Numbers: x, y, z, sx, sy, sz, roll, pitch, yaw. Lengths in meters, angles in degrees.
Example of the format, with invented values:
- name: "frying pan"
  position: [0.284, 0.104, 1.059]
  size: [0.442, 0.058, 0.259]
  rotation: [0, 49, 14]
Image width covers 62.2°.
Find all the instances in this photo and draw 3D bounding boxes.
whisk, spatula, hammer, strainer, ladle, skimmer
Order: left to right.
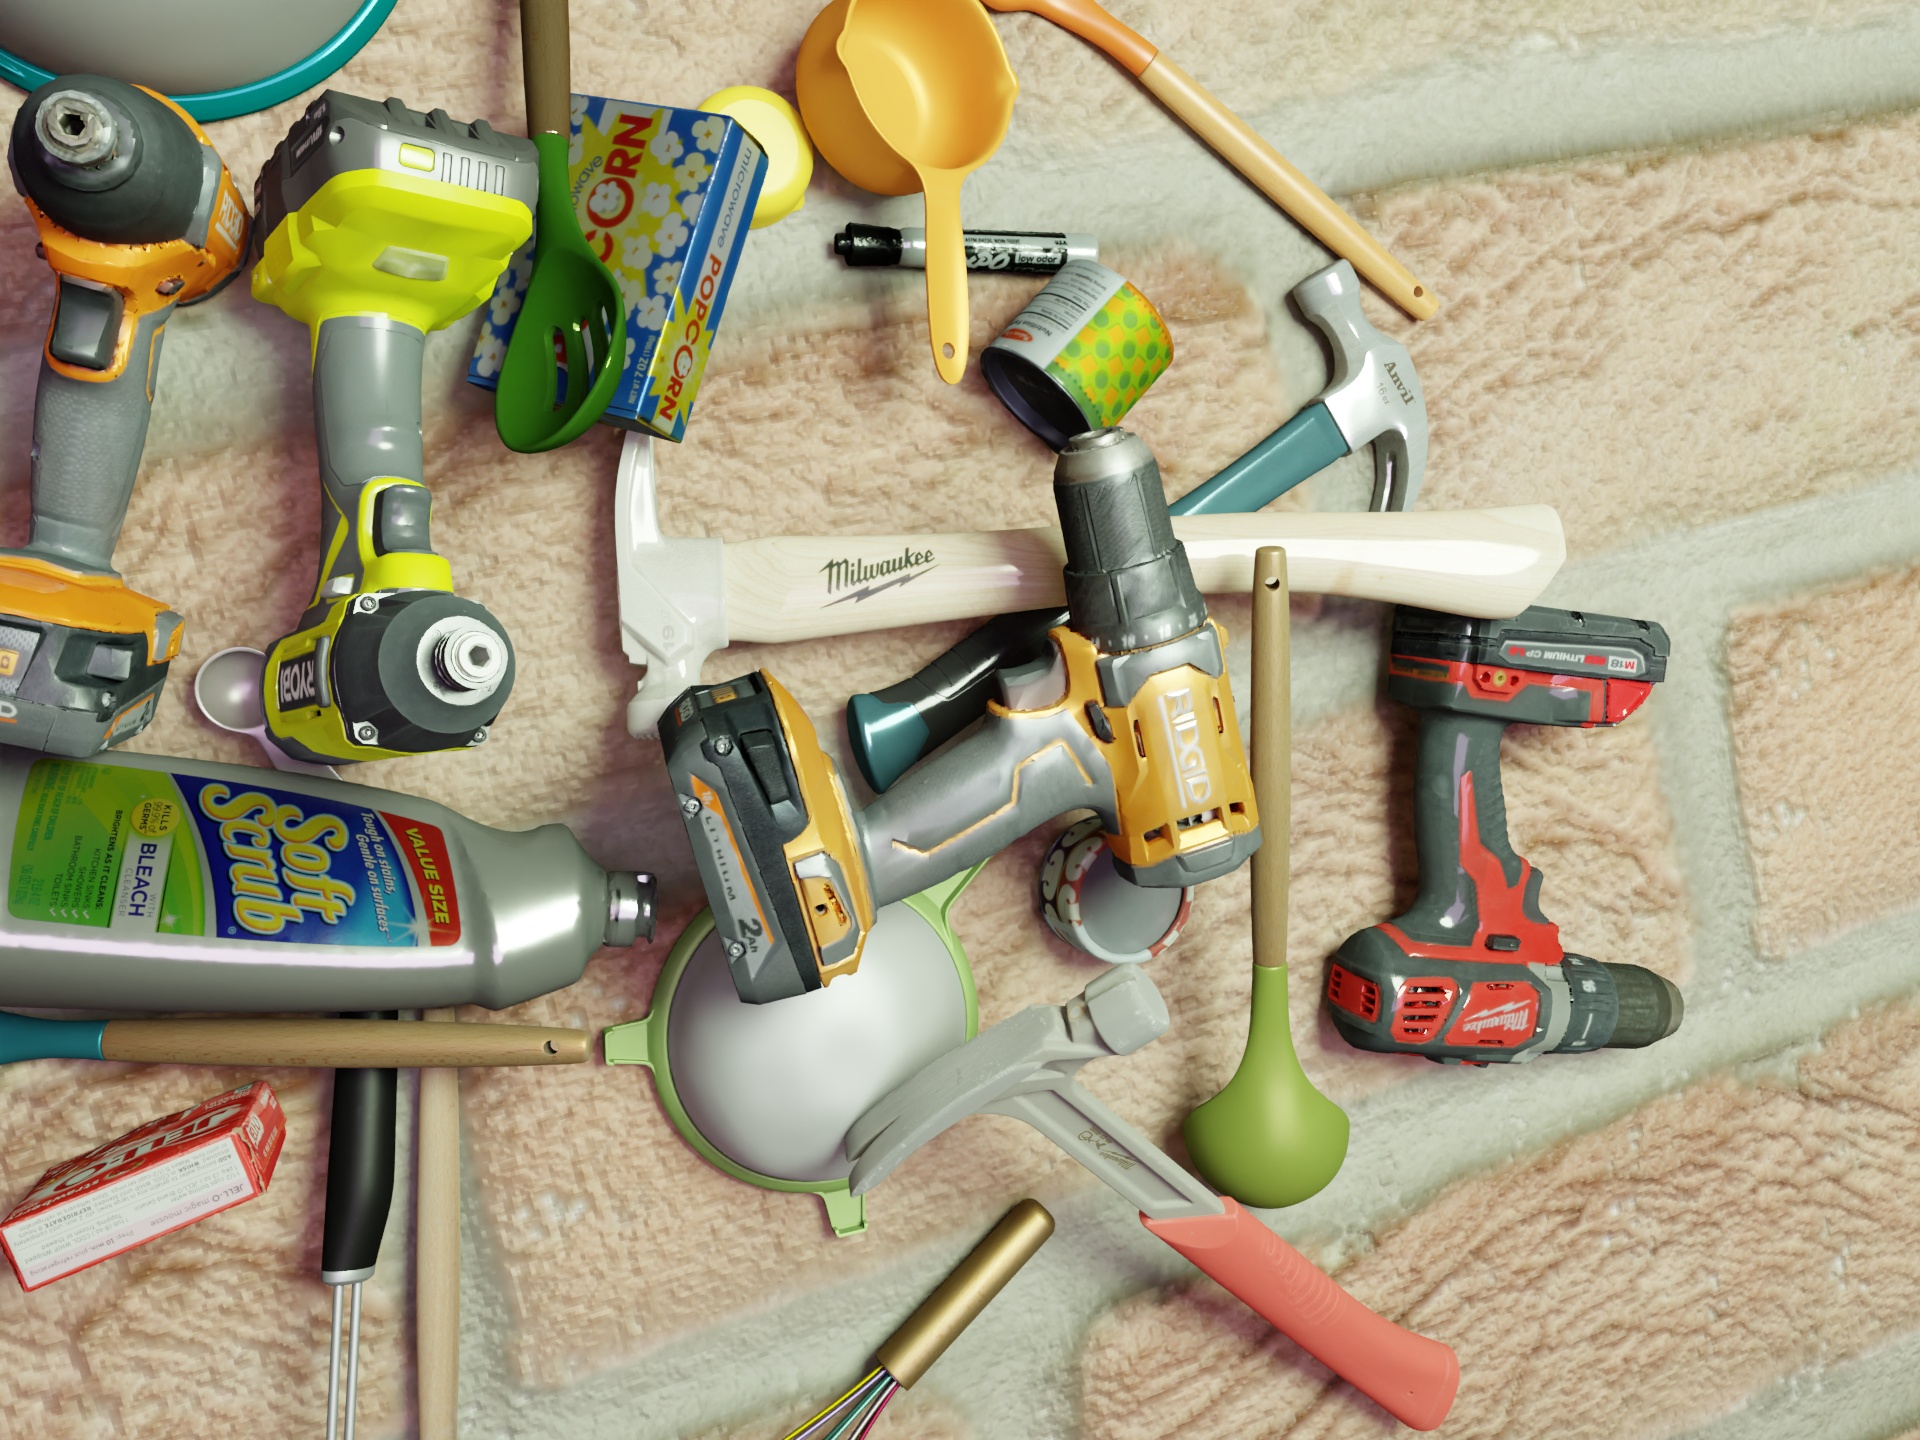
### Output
- name: "strainer"
  position: [-0.353, -0.295, 0.564]
  size: [0.340, 0.095, 0.211]
  rotation: [-42, 103, -12]
- name: "spatula"
  position: [-0.304, 0.126, 0.608]
  size: [0.317, 0.044, 0.082]
  rotation: [1, 86, -4]
- name: "skimmer"
  position: [-0.273, 0.281, 0.631]
  size: [0.090, 0.127, 0.363]
  rotation: [-2, 80, 14]
- name: "spatula"
  position: [-0.219, 0.277, 0.661]
  size: [0.018, 0.059, 0.316]
  rotation: [0, 88, 15]
- name: "whisk"
  position: [-0.045, 0.312, 0.715]
  size: [0.047, 0.051, 0.245]
  rotation: [41, 73, 20]
- name: "strainer"
  position: [-0.023, 0.099, 0.695]
  size: [0.151, 0.069, 0.256]
  rotation: [42, 82, -14]
- name: "hammer"
  position: [0.060, -0.077, 0.689]
  size: [0.410, 0.038, 0.146]
  rotation: [-4, 87, -7]
- name: "hammer"
  position: [0.084, -0.077, 0.739]
  size: [0.331, 0.033, 0.128]
  rotation: [-35, 101, -12]
- name: "spatula"
  position: [0.108, -0.289, 0.732]
  size: [0.322, 0.041, 0.081]
  rotation: [35, 82, -16]
- name: "hammer"
  position: [0.115, 0.241, 0.714]
  size: [0.149, 0.037, 0.358]
  rotation: [-35, 123, 17]
- name: "ladle"
  position: [0.137, 0.078, 0.712]
  size: [0.078, 0.062, 0.320]
  rotation: [-2, 107, 6]

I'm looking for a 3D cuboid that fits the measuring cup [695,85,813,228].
- name: "measuring cup"
  position: [-0.116, -0.201, 0.673]
  size: [0.062, 0.029, 0.156]
  rotation: [33, 80, -16]

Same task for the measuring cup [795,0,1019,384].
- name: "measuring cup"
  position: [-0.024, -0.227, 0.679]
  size: [0.095, 0.052, 0.173]
  rotation: [-7, 94, -38]

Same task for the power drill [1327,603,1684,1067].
- name: "power drill"
  position: [0.284, 0.060, 0.785]
  size: [0.187, 0.080, 0.226]
  rotation: [6, 94, -17]

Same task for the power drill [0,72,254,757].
- name: "power drill"
  position: [-0.308, -0.107, 0.552]
  size: [0.084, 0.164, 0.226]
  rotation: [13, 91, -17]

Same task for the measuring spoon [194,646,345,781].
- name: "measuring spoon"
  position: [-0.265, 0.023, 0.651]
  size: [0.034, 0.018, 0.124]
  rotation: [-34, 108, -7]

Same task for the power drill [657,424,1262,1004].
- name: "power drill"
  position: [-0.001, -0.002, 0.624]
  size: [0.226, 0.084, 0.185]
  rotation: [-17, 108, -9]

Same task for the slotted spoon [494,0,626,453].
- name: "slotted spoon"
  position: [-0.160, -0.250, 0.623]
  size: [0.031, 0.070, 0.314]
  rotation: [11, 70, -53]

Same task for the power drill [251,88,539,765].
- name: "power drill"
  position: [-0.205, -0.098, 0.578]
  size: [0.080, 0.171, 0.223]
  rotation: [1, 85, -37]
